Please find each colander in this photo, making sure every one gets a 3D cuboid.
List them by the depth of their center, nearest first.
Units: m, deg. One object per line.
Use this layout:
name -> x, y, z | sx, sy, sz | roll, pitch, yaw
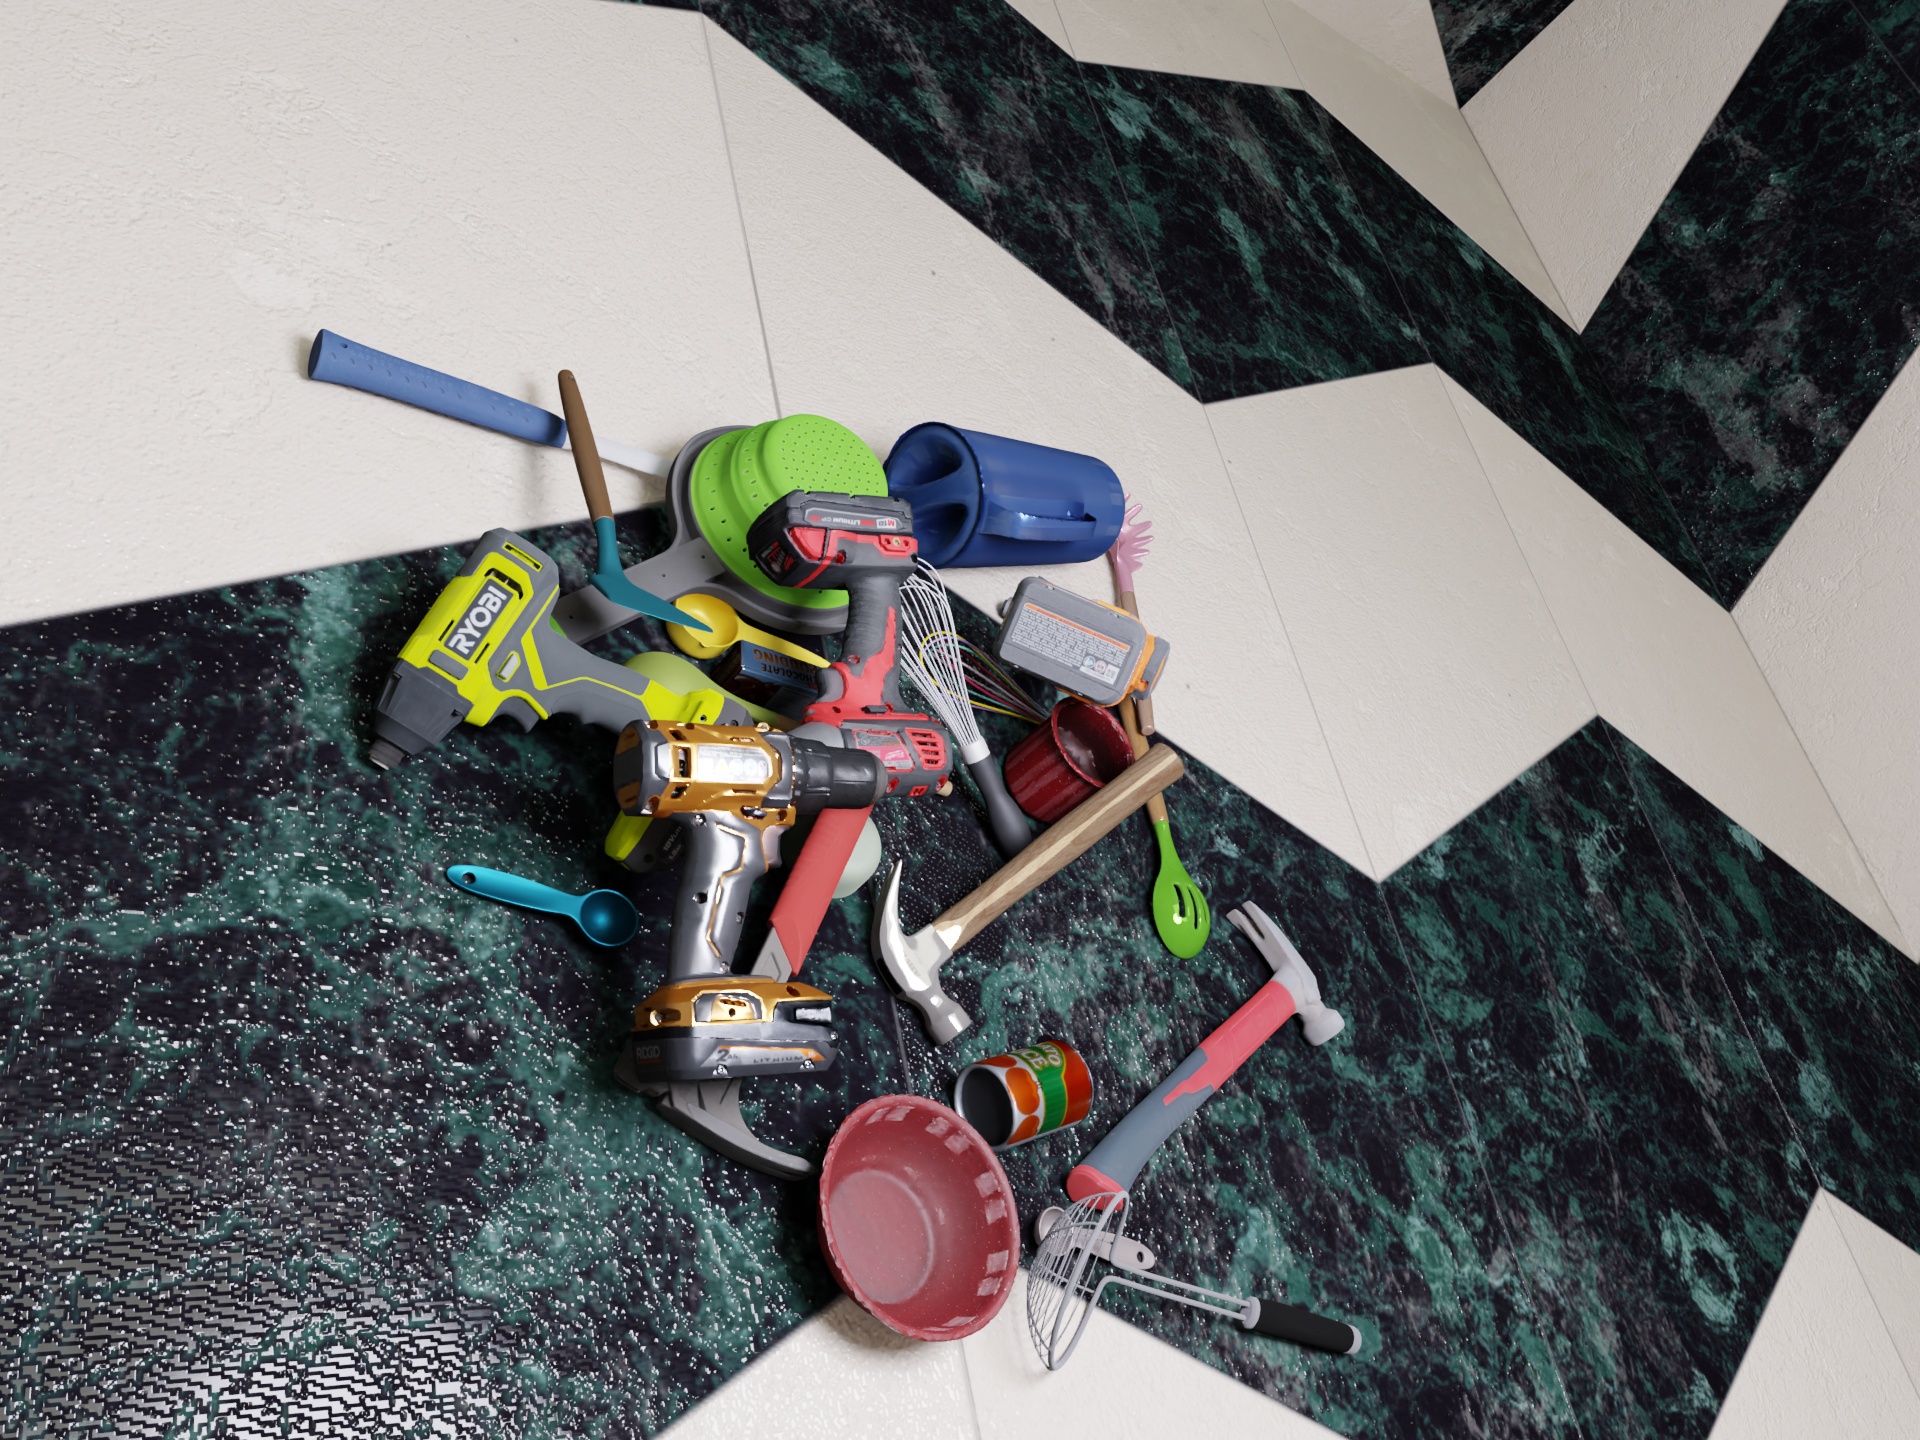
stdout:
colander -> -0.175, -0.146, 1.227 | 0.204, 0.094, 0.397 | 53, 46, 4

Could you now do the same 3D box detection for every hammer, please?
hammer -> -0.105, 0.136, 1.126 | 0.149, 0.036, 0.359 | 35, 51, -15
hammer -> 0.062, 0.110, 1.269 | 0.331, 0.031, 0.130 | -35, 85, -32
hammer -> -0.308, -0.229, 1.272 | 0.405, 0.035, 0.144 | 15, 51, -34
hammer -> 0.194, 0.280, 1.327 | 0.386, 0.038, 0.143 | -26, 77, -50

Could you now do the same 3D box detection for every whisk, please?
whisk -> -0.001, -0.005, 1.313 | 0.070, 0.070, 0.284 | -41, 110, -51
whisk -> 0.063, -0.013, 1.438 | 0.244, 0.051, 0.047 | 29, 38, -27

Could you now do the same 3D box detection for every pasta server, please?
pasta server -> 0.178, -0.111, 1.610 | 0.060, 0.040, 0.317 | 38, 35, -36

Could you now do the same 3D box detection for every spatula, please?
spatula -> -0.258, -0.167, 1.162 | 0.082, 0.044, 0.318 | 16, 37, -40

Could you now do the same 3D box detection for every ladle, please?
ladle -> -0.132, 0.019, 1.238 | 0.319, 0.062, 0.078 | 23, 17, -38

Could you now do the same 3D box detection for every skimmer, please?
skimmer -> 0.188, 0.433, 1.160 | 0.363, 0.090, 0.127 | 26, 82, -30

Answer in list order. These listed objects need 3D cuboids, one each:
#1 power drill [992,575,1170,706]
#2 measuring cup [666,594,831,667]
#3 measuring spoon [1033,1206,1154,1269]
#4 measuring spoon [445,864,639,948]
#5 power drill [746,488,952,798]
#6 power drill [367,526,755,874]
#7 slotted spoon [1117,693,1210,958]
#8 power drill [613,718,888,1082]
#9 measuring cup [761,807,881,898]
power drill -> 0.097, -0.074, 1.419 | 0.164, 0.084, 0.226 | 24, 6, 10
measuring cup -> -0.166, -0.057, 1.275 | 0.156, 0.029, 0.062 | 25, 45, -30
measuring spoon -> 0.097, 0.388, 1.176 | 0.124, 0.018, 0.034 | 28, 53, -33
measuring spoon -> -0.275, 0.121, 1.044 | 0.128, 0.021, 0.042 | 20, 48, -19
power drill -> -0.088, -0.050, 1.155 | 0.143, 0.078, 0.220 | 0, 75, -31
power drill -> -0.266, 0.002, 1.065 | 0.223, 0.080, 0.171 | 35, 77, -17
slotted spoon -> 0.180, 0.074, 1.488 | 0.070, 0.031, 0.314 | 16, 48, -36
power drill -> -0.127, 0.113, 1.024 | 0.185, 0.084, 0.226 | 4, 76, -33
measuring cup -> -0.129, 0.066, 1.198 | 0.167, 0.038, 0.083 | 40, 40, -15
